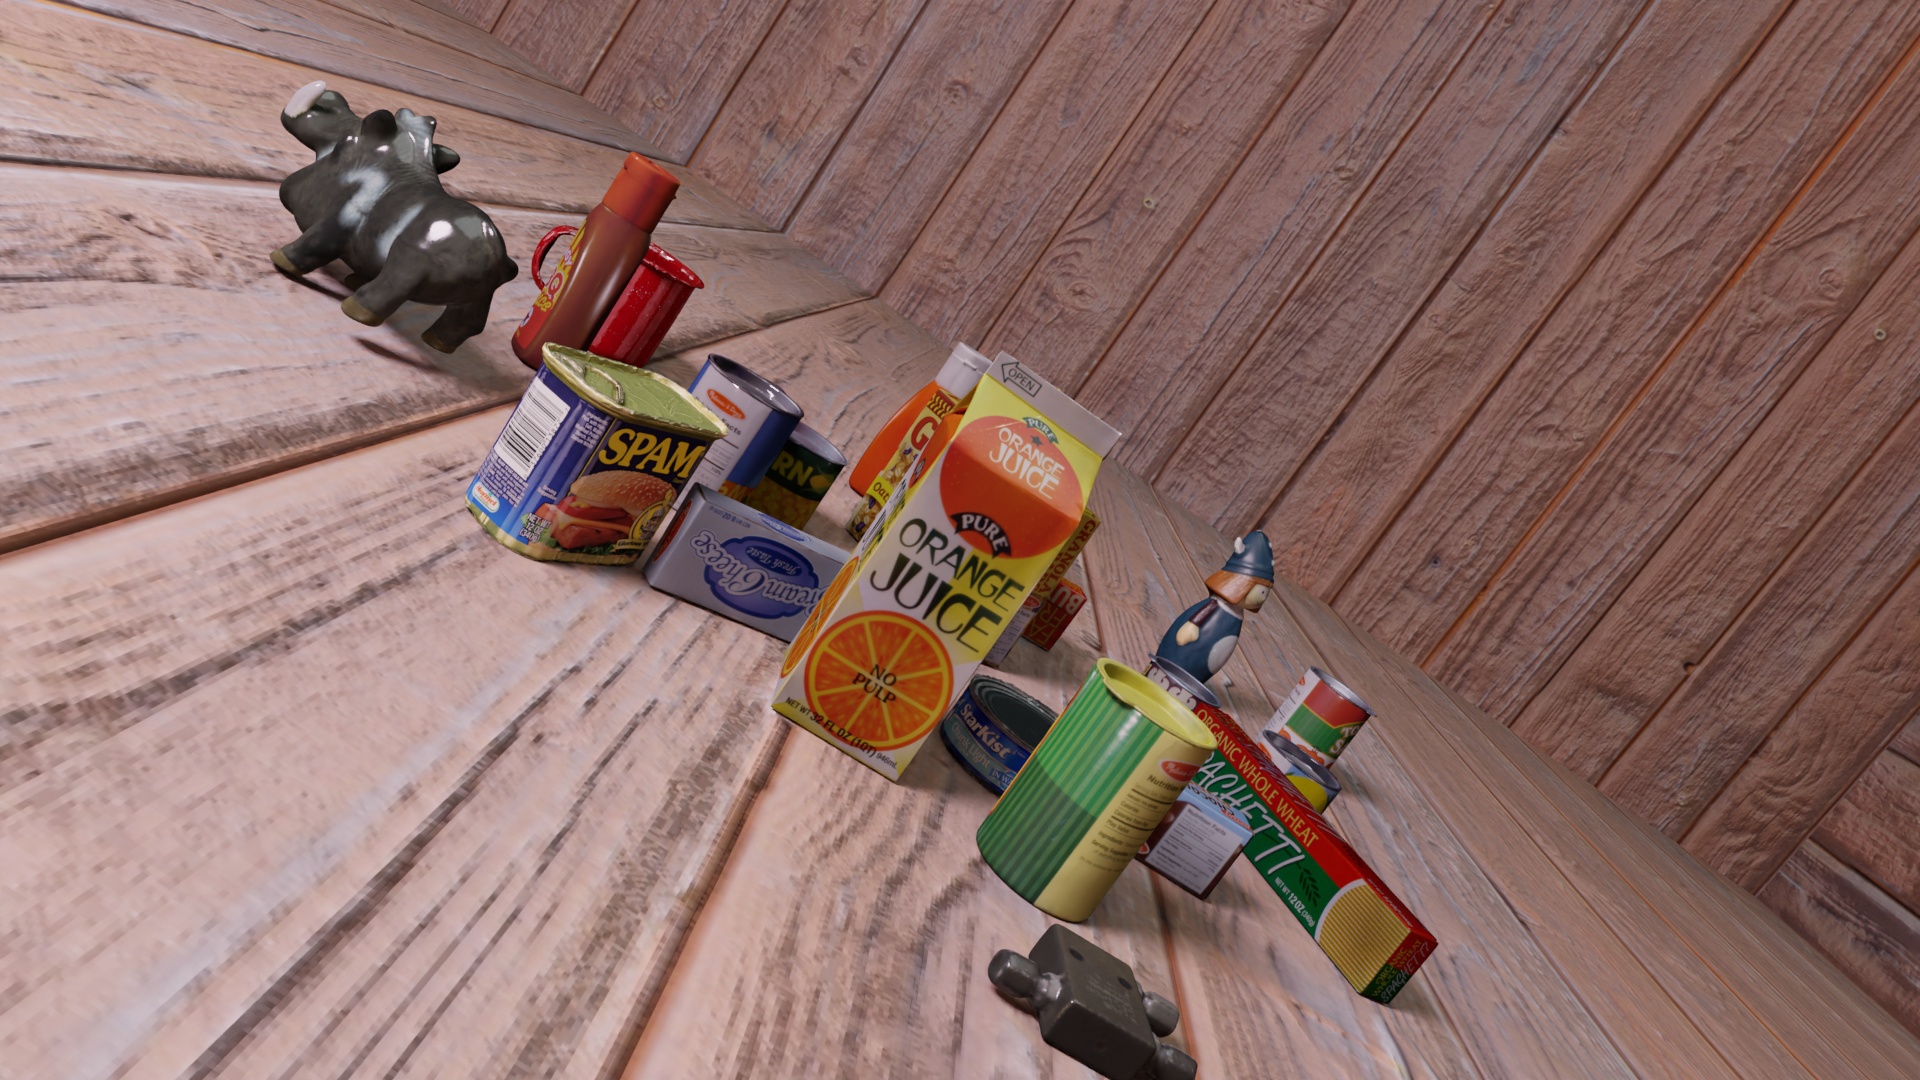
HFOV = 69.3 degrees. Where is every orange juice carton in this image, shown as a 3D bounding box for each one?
[{"bbox_3d":[-0.006,0.009,0.656,0.072,0.192,0.073,33,11,-10],"label":"orange juice carton"}]

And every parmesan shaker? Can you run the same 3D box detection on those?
[{"bbox_3d":[0.059,0.114,0.639,0.071,0.103,0.071,33,11,-7],"label":"parmesan shaker"}]

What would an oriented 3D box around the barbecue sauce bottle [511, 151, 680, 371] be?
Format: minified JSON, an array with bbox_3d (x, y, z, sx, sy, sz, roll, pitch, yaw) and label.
[{"bbox_3d":[-0.233,-0.177,0.893,0.043,0.148,0.065,29,12,-29],"label":"barbecue sauce bottle"}]

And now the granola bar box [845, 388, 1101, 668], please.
[{"bbox_3d":[0.003,-0.012,0.952,0.039,0.124,0.166,24,15,-46],"label":"granola bar box"}]

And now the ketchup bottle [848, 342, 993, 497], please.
[{"bbox_3d":[-0.027,-0.090,1.131,0.065,0.148,0.043,34,10,-2],"label":"ketchup bottle"}]

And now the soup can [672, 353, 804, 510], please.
[{"bbox_3d":[-0.142,-0.059,0.830,0.071,0.083,0.071,33,11,-7],"label":"soup can"}]

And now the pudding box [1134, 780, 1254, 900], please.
[{"bbox_3d":[0.114,0.154,0.767,0.083,0.049,0.030,33,11,-9],"label":"pudding box"}]

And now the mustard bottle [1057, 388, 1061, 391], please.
[{"bbox_3d":[0.040,-0.061,1.174,0.065,0.160,0.049,30,11,-24],"label":"mustard bottle"}]

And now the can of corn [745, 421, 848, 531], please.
[{"bbox_3d":[-0.118,-0.046,0.912,0.071,0.058,0.071,33,11,-7],"label":"can of corn"}]

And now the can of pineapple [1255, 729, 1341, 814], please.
[{"bbox_3d":[0.225,0.177,0.975,0.071,0.057,0.071,33,11,-7],"label":"can of pineapple"}]

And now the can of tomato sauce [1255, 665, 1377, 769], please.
[{"bbox_3d":[0.311,0.164,1.217,0.071,0.083,0.071,33,11,-7],"label":"can of tomato sauce"}]

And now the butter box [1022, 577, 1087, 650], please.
[{"bbox_3d":[0.039,0.035,1.041,0.103,0.053,0.024,31,11,-17],"label":"butter box"}]

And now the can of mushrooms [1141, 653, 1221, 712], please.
[{"bbox_3d":[0.170,0.123,1.106,0.071,0.033,0.071,33,11,-7],"label":"can of mushrooms"}]

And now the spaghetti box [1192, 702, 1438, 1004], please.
[{"bbox_3d":[0.207,0.189,0.890,0.028,0.050,0.251,28,13,-31],"label":"spaghetti box"}]

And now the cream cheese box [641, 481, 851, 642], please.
[{"bbox_3d":[-0.104,0.015,0.708,0.104,0.053,0.024,27,13,-36],"label":"cream cheese box"}]
